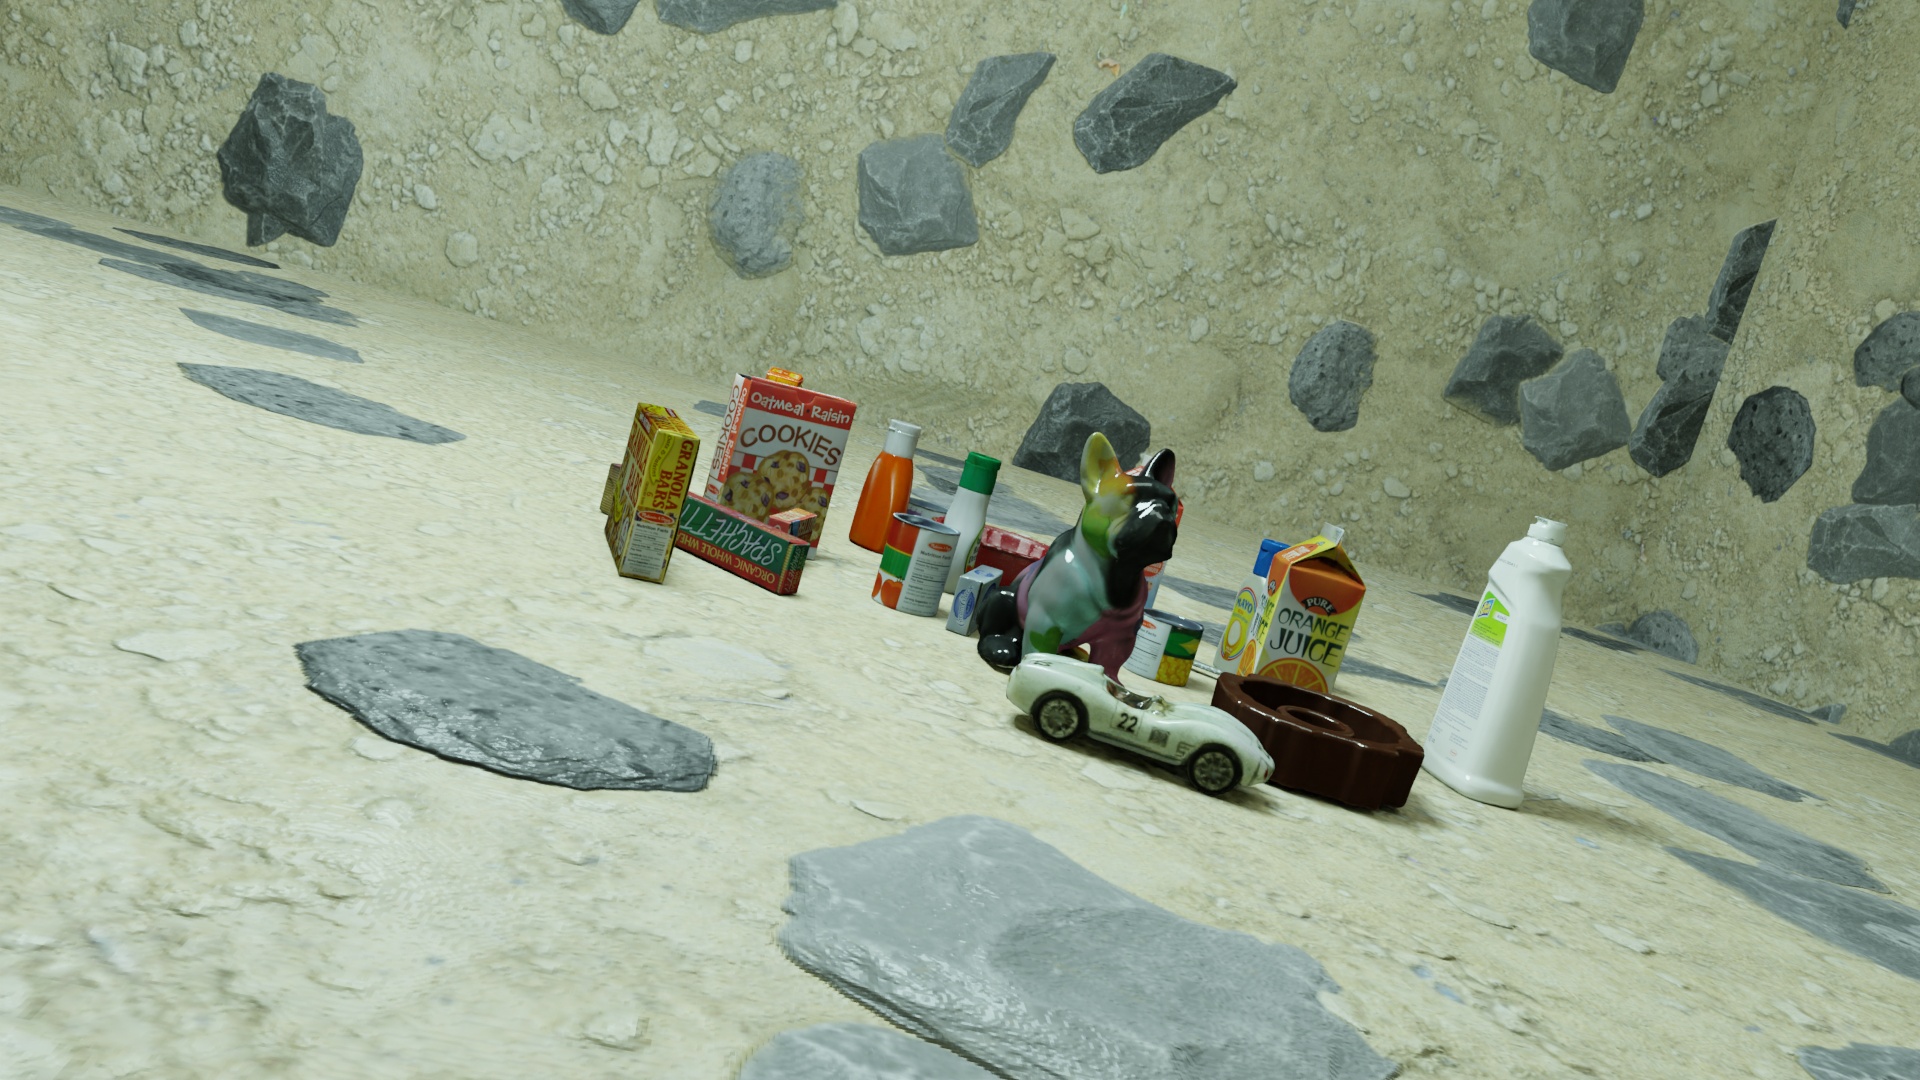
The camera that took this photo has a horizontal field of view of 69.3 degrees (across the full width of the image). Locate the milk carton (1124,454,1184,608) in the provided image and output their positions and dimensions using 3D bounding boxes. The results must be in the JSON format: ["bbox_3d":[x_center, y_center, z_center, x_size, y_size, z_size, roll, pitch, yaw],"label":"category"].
[{"bbox_3d":[0.191,-0.001,1.558,0.073,0.190,0.072,14,8,-16],"label":"milk carton"}]

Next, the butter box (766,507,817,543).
[{"bbox_3d":[-0.166,0.000,1.330,0.024,0.053,0.103,17,8,6],"label":"butter box"}]

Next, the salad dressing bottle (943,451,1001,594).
[{"bbox_3d":[0.005,-0.018,1.460,0.044,0.147,0.064,17,8,6],"label":"salad dressing bottle"}]

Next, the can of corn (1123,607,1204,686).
[{"bbox_3d":[0.197,0.103,1.341,0.071,0.058,0.071,16,8,-2],"label":"can of corn"}]

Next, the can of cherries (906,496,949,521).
[{"bbox_3d":[-0.048,-0.016,1.656,0.071,0.058,0.071,16,8,-2],"label":"can of cherries"}]

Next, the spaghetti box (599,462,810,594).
[{"bbox_3d":[-0.240,-0.013,1.281,0.250,0.050,0.029,22,9,33],"label":"spaghetti box"}]

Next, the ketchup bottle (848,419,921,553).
[{"bbox_3d":[-0.082,-0.062,1.580,0.043,0.148,0.065,9,10,-44],"label":"ketchup bottle"}]

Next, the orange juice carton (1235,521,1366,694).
[{"bbox_3d":[0.306,0.078,1.247,0.073,0.192,0.072,17,7,1],"label":"orange juice carton"}]

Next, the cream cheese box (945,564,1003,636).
[{"bbox_3d":[0.014,0.056,1.311,0.024,0.053,0.104,18,8,10],"label":"cream cheese box"}]

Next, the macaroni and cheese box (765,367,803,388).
[{"bbox_3d":[-0.215,-0.107,1.552,0.040,0.166,0.124,16,8,-7],"label":"macaroni and cheese box"}]

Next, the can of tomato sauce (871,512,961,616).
[{"bbox_3d":[-0.043,0.022,1.316,0.071,0.083,0.071,16,8,-2],"label":"can of tomato sauce"}]

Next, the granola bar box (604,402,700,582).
[{"bbox_3d":[-0.264,-0.045,1.184,0.039,0.124,0.166,14,8,-21],"label":"granola bar box"}]

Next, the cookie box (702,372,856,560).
[{"bbox_3d":[-0.182,-0.072,1.377,0.123,0.167,0.040,11,9,-37],"label":"cookie box"}]

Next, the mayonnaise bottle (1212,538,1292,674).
[{"bbox_3d":[0.309,0.073,1.445,0.041,0.148,0.065,13,8,-22],"label":"mayonnaise bottle"}]
